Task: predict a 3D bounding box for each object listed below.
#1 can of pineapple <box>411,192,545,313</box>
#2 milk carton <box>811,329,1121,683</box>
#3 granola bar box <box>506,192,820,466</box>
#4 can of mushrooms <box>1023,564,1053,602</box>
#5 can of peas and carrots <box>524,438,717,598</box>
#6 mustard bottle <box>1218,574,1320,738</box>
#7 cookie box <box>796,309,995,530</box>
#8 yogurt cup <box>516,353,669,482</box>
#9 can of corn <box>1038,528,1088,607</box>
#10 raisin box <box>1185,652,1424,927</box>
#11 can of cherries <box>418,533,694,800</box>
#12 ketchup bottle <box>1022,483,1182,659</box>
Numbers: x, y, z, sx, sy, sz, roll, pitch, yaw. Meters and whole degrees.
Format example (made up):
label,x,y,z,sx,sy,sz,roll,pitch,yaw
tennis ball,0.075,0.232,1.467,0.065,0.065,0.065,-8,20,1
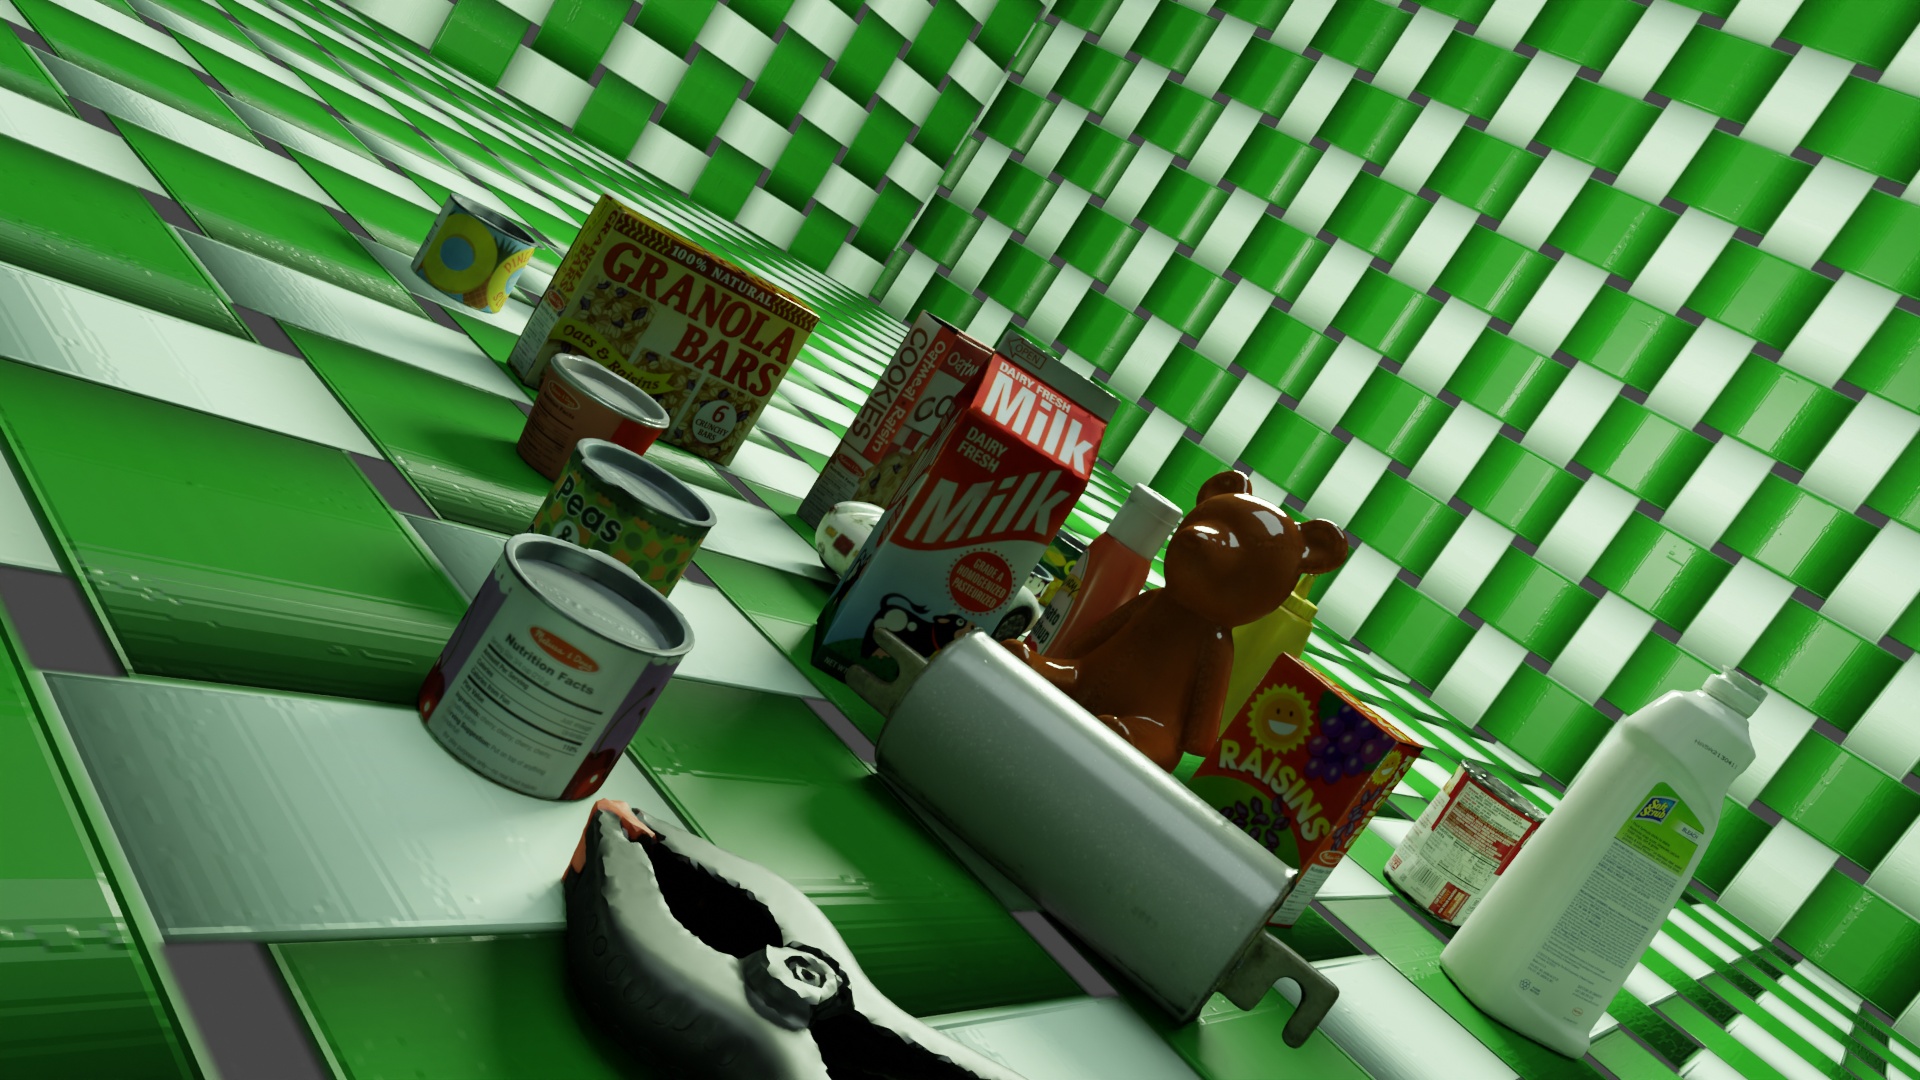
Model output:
label,x,y,z,sx,sy,sz,roll,pitch,yaw
can of pineapple,-0.334,-0.197,0.961,0.071,0.057,0.071,32,9,-6
milk carton,0.003,-0.009,0.711,0.072,0.190,0.073,31,9,-10
granola bar box,-0.190,-0.132,0.903,0.165,0.124,0.039,23,13,-46
can of mushrooms,0.039,0.027,1.124,0.071,0.033,0.071,32,9,-6
can of peas and carrots,-0.147,-0.001,0.585,0.071,0.058,0.071,32,9,-6
mustard bottle,0.243,0.085,1.112,0.065,0.160,0.049,25,12,-41
cookie box,-0.026,-0.069,0.986,0.040,0.167,0.123,38,10,29
yogurt cup,-0.195,-0.058,0.728,0.072,0.054,0.072,32,9,-6
can of corn,0.084,0.025,1.205,0.071,0.058,0.071,32,9,-6
raisin box,0.179,0.136,0.761,0.040,0.123,0.086,23,14,-49
can of cherries,-0.128,0.039,0.444,0.071,0.058,0.071,32,9,-6
ketchup bottle,0.090,0.034,0.907,0.043,0.148,0.065,31,9,-12
